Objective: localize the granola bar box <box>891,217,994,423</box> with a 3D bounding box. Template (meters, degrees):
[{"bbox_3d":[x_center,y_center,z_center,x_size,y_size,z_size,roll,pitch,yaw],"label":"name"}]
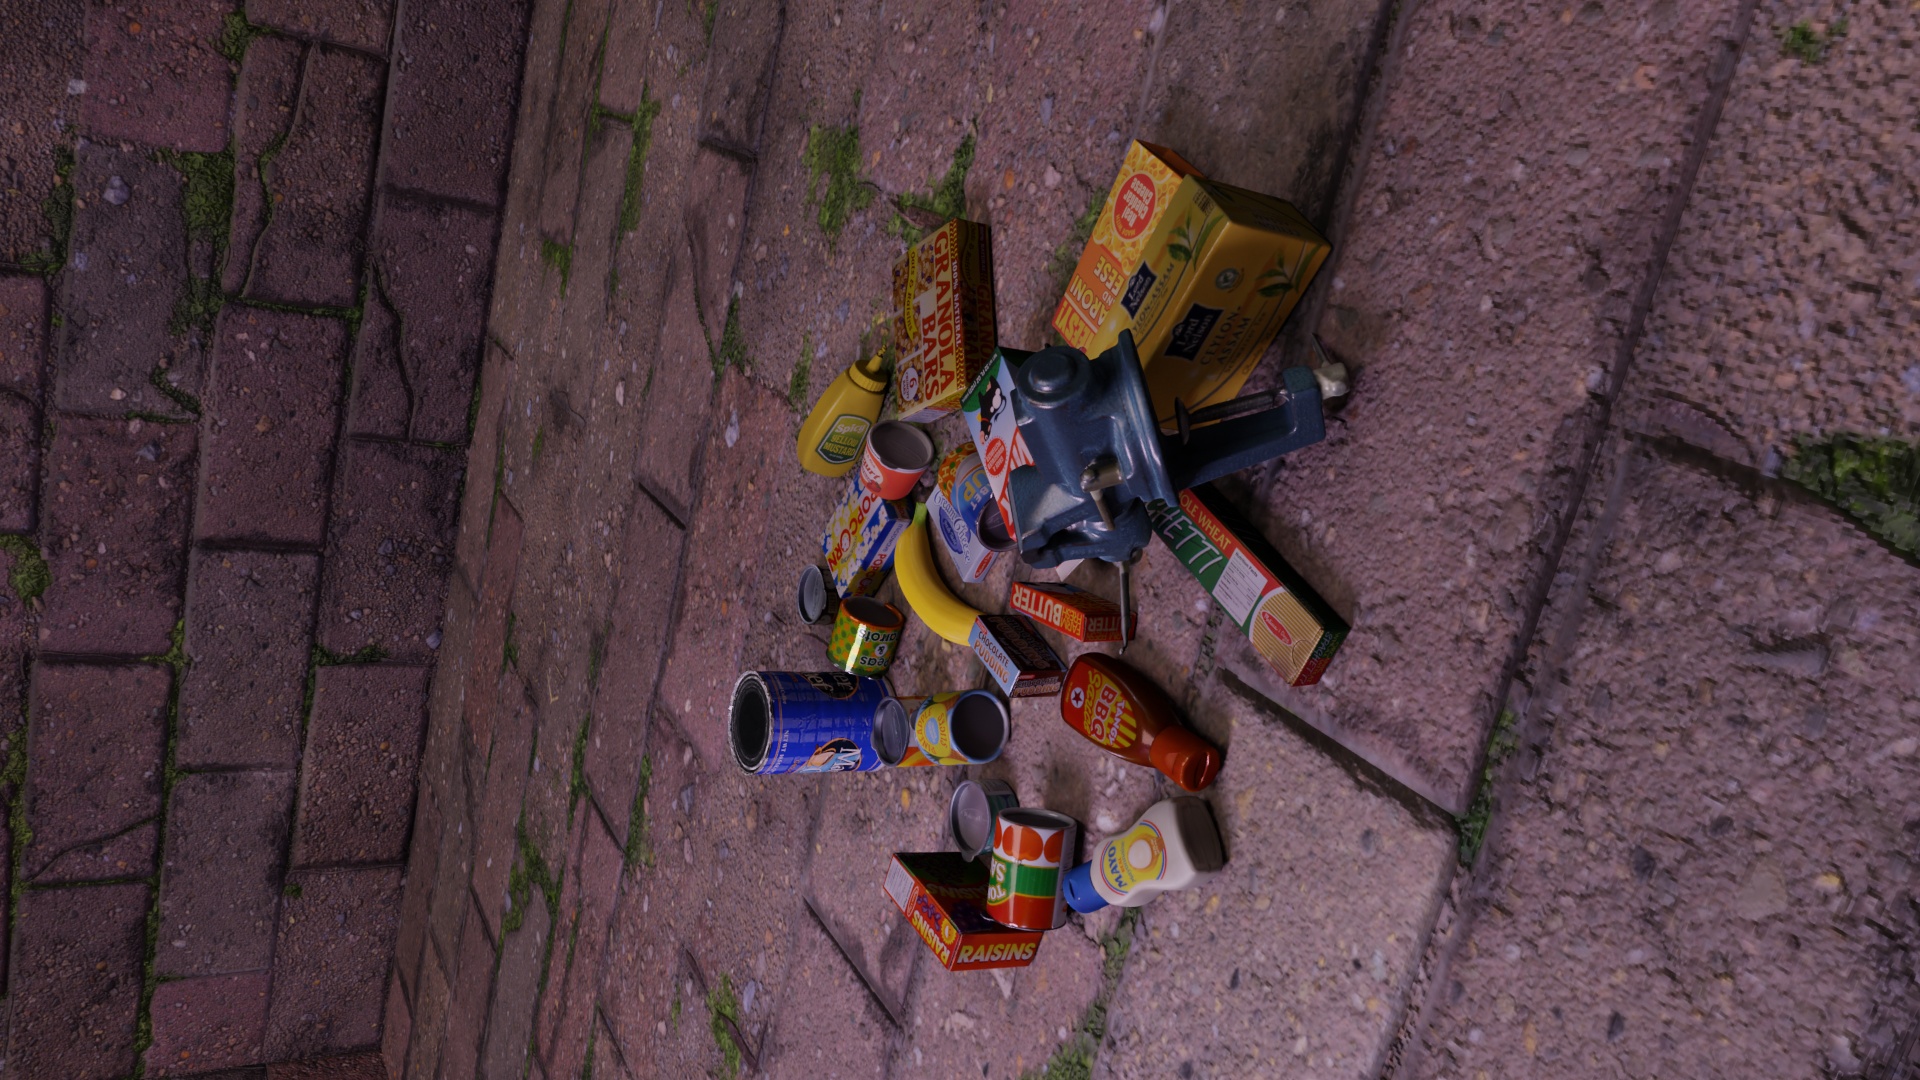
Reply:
[{"bbox_3d":[-0.017,-0.206,1.323,0.124,0.039,0.166,-20,70,56],"label":"granola bar box"}]

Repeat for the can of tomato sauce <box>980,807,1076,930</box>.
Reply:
[{"bbox_3d":[0.056,0.265,1.127,0.071,0.071,0.083,11,95,57],"label":"can of tomato sauce"}]

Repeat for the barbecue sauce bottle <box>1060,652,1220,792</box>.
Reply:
[{"bbox_3d":[0.134,0.139,1.044,0.149,0.044,0.064,32,112,54],"label":"barbecue sauce bottle"}]

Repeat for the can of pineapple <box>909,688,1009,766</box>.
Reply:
[{"bbox_3d":[0.000,0.165,1.226,0.057,0.071,0.071,-17,72,55],"label":"can of pineapple"}]

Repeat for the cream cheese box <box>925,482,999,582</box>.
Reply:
[{"bbox_3d":[0.005,-0.016,1.282,0.053,0.024,0.104,-59,42,33],"label":"cream cheese box"}]

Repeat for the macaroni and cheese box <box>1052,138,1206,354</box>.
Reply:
[{"bbox_3d":[0.142,-0.207,1.076,0.124,0.040,0.165,57,132,44],"label":"macaroni and cheese box"}]

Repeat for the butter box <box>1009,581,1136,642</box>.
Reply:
[{"bbox_3d":[0.089,0.056,1.115,0.103,0.053,0.024,24,108,56],"label":"butter box"}]

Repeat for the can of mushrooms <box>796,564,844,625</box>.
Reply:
[{"bbox_3d":[-0.147,0.060,1.501,0.071,0.033,0.071,-12,76,56],"label":"can of mushrooms"}]

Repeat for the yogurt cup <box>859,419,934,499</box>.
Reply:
[{"bbox_3d":[-0.065,-0.077,1.363,0.053,0.072,0.073,-62,39,45],"label":"yogurt cup"}]

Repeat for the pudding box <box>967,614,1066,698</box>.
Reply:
[{"bbox_3d":[0.048,0.098,1.178,0.084,0.050,0.030,52,130,47],"label":"pudding box"}]

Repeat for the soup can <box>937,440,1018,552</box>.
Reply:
[{"bbox_3d":[0.025,-0.042,1.211,0.084,0.071,0.071,52,129,47],"label":"soup can"}]

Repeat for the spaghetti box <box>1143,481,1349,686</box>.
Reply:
[{"bbox_3d":[0.185,0.004,0.995,0.251,0.029,0.050,55,131,44],"label":"spaghetti box"}]

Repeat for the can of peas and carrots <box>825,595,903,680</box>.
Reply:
[{"bbox_3d":[-0.094,0.096,1.383,0.071,0.071,0.058,43,121,51],"label":"can of peas and carrots"}]

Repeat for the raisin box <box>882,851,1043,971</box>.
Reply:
[{"bbox_3d":[0.001,0.315,1.191,0.123,0.086,0.040,37,113,53],"label":"raisin box"}]

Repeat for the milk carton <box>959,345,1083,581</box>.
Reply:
[{"bbox_3d":[0.071,-0.063,1.139,0.072,0.073,0.191,-51,47,41],"label":"milk carton"}]

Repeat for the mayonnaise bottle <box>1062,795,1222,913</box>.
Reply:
[{"bbox_3d":[0.132,0.242,1.037,0.147,0.041,0.065,-42,54,46],"label":"mayonnaise bottle"}]

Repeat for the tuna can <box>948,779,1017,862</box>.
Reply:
[{"bbox_3d":[0.020,0.245,1.218,0.071,0.033,0.071,-10,78,57],"label":"tuna can"}]

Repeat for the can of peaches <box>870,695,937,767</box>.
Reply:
[{"bbox_3d":[-0.043,0.179,1.301,0.071,0.058,0.071,-8,81,57],"label":"can of peaches"}]

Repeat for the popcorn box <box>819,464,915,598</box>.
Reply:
[{"bbox_3d":[-0.095,-0.010,1.422,0.126,0.038,0.085,-56,43,38],"label":"popcorn box"}]

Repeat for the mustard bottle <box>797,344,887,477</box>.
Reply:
[{"bbox_3d":[-0.115,-0.139,1.448,0.159,0.065,0.049,-58,38,30],"label":"mustard bottle"}]
